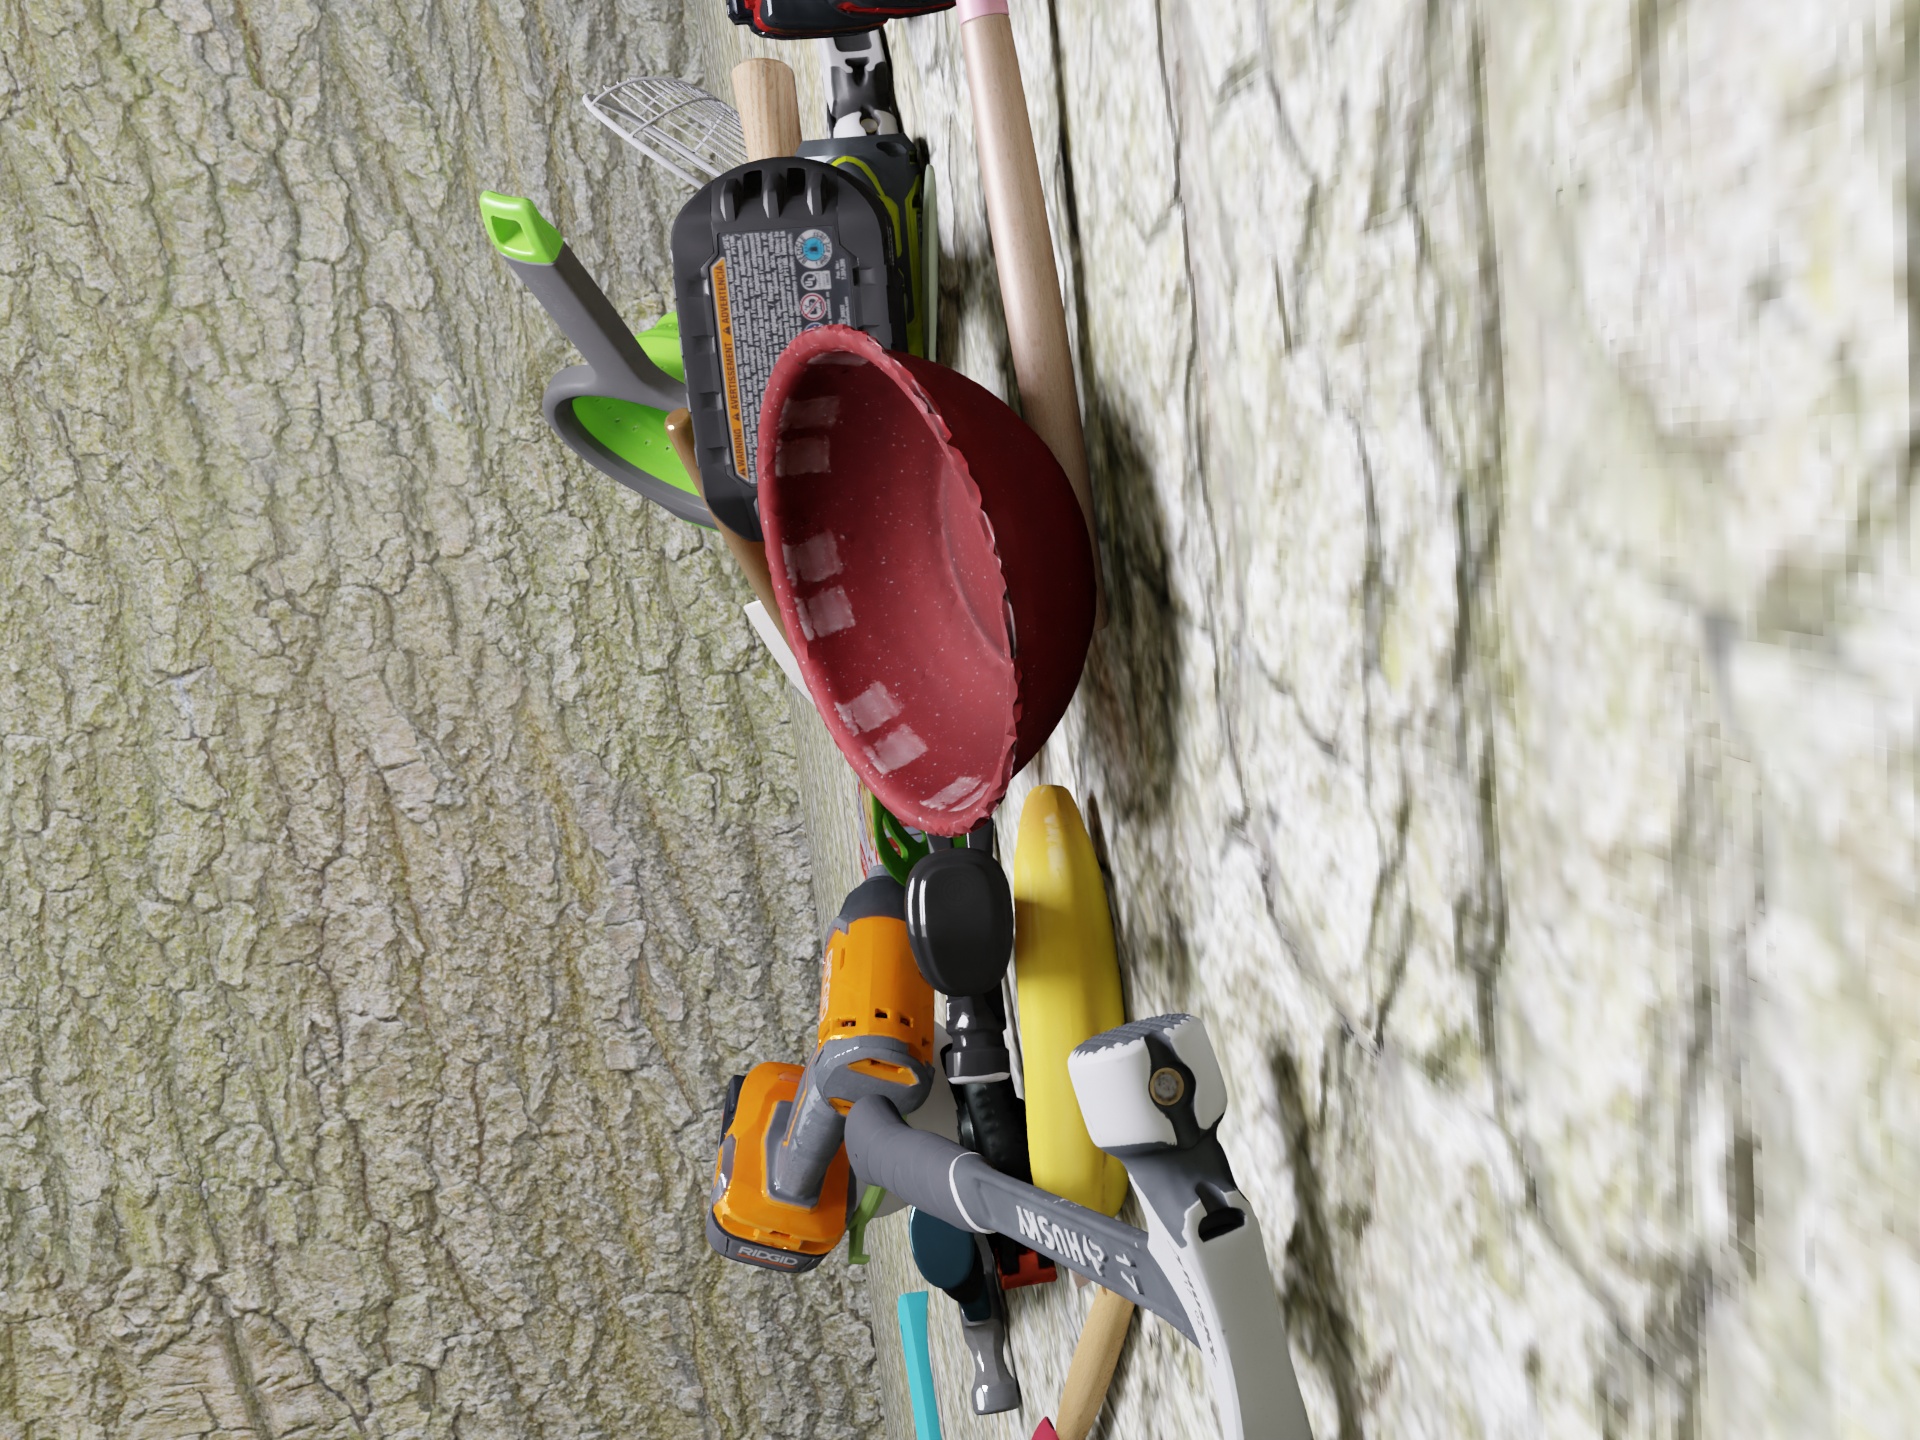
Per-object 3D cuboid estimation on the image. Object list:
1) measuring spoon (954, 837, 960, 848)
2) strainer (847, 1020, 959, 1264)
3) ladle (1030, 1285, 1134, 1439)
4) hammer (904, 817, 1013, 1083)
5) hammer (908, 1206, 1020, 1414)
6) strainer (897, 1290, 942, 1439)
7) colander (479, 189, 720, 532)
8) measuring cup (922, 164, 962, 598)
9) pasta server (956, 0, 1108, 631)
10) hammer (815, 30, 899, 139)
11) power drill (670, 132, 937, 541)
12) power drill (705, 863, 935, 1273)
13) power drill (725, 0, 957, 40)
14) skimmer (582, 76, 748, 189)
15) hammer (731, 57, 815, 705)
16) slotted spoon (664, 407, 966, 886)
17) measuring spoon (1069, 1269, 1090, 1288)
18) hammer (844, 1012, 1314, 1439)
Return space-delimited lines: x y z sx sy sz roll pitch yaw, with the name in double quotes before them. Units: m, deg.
"measuring spoon" 0.004 0.073 0.856 0.042 0.021 0.128 -130 42 -73
"strainer" -0.039 0.238 1.059 0.256 0.069 0.151 -124 49 -74
"ladle" 0.054 0.307 0.706 0.315 0.031 0.069 94 165 -48
"hammer" 0.002 0.079 0.618 0.336 0.034 0.127 85 180 -78
"hammer" 0.002 0.309 0.883 0.330 0.033 0.128 81 178 -64
"strainer" 0.041 0.386 0.635 0.341 0.095 0.210 -104 13 -44
"colander" -0.181 -0.232 0.987 0.396 0.204 0.094 58 -130 -69
"measuring cup" 0.006 -0.121 0.590 0.083 0.038 0.167 -168 76 -82
"pasta server" 0.020 -0.182 0.477 0.060 0.040 0.316 -137 36 -76
"hammer" -0.070 -0.286 0.930 0.334 0.035 0.146 105 154 -70
"power drill" -0.049 -0.155 0.667 0.223 0.080 0.171 -73 -20 -70
"power drill" -0.076 0.200 0.931 0.164 0.084 0.226 -89 22 -51
"power drill" -0.045 -0.349 0.579 0.227 0.080 0.187 -130 32 -69
"skimmer" -0.116 -0.197 0.933 0.127 0.090 0.363 -71 -35 -74
"hammer" -0.073 -0.164 0.792 0.130 0.031 0.331 -8 -92 -58
"slotted spoon" -0.058 -0.021 0.722 0.070 0.031 0.313 -61 -36 -28
"measuring spoon" 0.046 0.195 0.695 0.124 0.018 0.034 -101 -7 -64
"hammer" 0.015 0.176 0.569 0.409 0.036 0.149 150 103 -72
